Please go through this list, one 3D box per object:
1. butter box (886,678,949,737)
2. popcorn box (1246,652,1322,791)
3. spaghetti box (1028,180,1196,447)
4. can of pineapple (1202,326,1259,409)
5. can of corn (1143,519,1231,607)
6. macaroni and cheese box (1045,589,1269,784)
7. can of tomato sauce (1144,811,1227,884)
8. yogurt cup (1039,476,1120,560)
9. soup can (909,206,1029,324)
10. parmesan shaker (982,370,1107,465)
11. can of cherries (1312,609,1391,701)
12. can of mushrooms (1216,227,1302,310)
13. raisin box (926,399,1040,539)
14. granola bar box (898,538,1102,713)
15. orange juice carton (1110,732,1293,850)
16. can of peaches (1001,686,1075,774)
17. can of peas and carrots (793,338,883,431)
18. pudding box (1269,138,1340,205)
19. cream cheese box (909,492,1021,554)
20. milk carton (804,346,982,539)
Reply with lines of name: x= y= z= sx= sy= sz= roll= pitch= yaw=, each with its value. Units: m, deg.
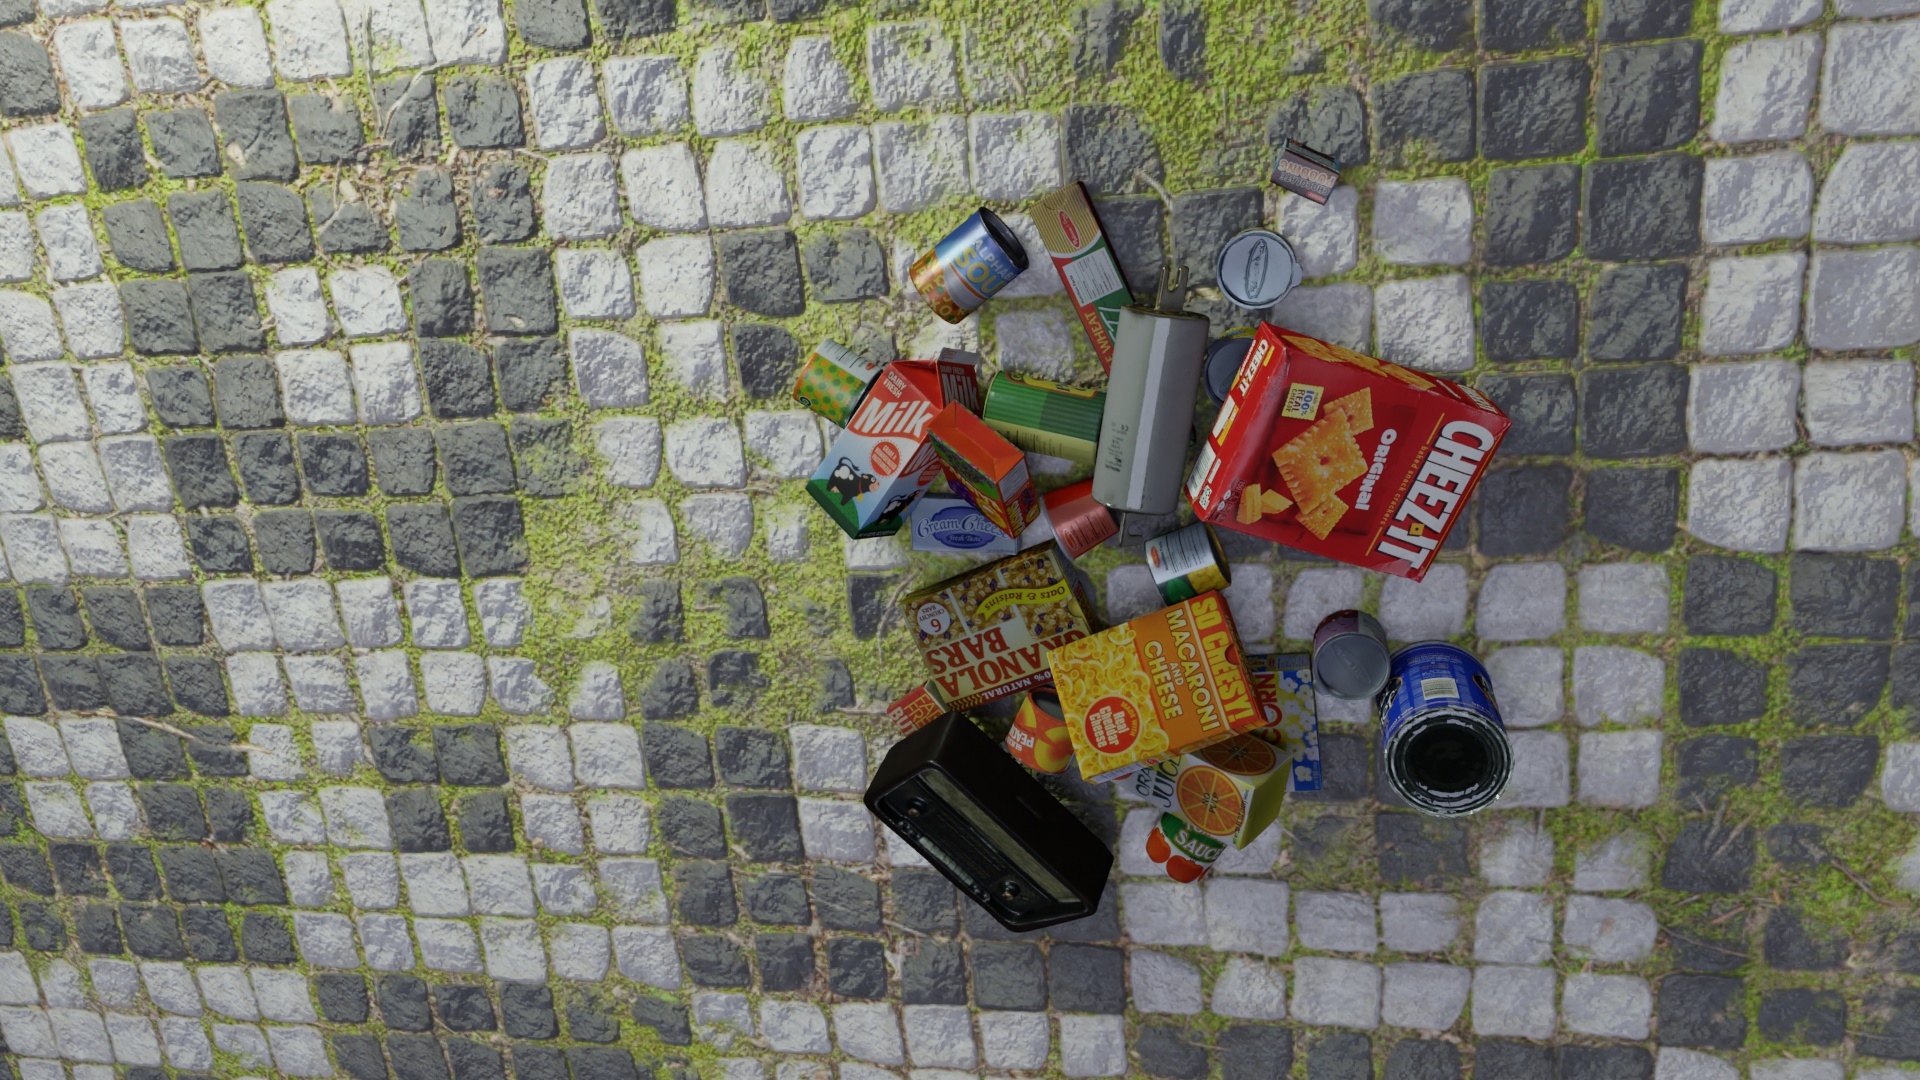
butter box: x=-0.021 y=0.191 z=1.379 sx=0.053 sy=0.024 sz=0.103 roll=-37 pitch=97 yaw=21
popcorn box: x=0.288 y=0.171 z=1.291 sx=0.085 sy=0.038 sz=0.126 roll=-4 pitch=107 yaw=16
spaghetti box: x=0.135 y=-0.189 z=1.212 sx=0.050 sy=0.029 sz=0.249 roll=-23 pitch=102 yaw=19
can of pineapple: x=0.241 y=-0.148 z=1.185 sx=0.071 sy=0.058 sz=0.070 roll=4 pitch=109 yaw=12
can of corn: x=0.205 y=0.021 z=1.248 sx=0.058 sy=0.071 sz=0.071 roll=-22 pitch=102 yaw=19
macaroni and cheese box: x=0.172 y=0.131 z=1.231 sx=0.166 sy=0.040 sz=0.124 roll=-22 pitch=67 yaw=16
can of tomato sauce: x=0.224 y=0.277 z=1.324 sx=0.071 sy=0.071 sz=0.082 roll=31 pitch=113 yaw=2
yogurt cup: x=0.110 y=-0.022 z=1.256 sx=0.054 sy=0.072 sz=0.072 roll=-25 pitch=101 yaw=12
soup can: x=0.008 y=-0.236 z=1.204 sx=0.083 sy=0.071 sz=0.071 roll=-37 pitch=97 yaw=22
parmesan shaker: x=0.078 y=-0.108 z=1.231 sx=0.103 sy=0.071 sz=0.071 roll=13 pitch=111 yaw=13
can of cherries: x=0.347 y=0.103 z=1.244 sx=0.071 sy=0.058 sz=0.071 roll=4 pitch=110 yaw=11
can of mushrooms: x=0.252 y=-0.229 z=1.169 sx=0.071 sy=0.033 sz=0.070 roll=4 pitch=108 yaw=12
raisin box: x=0.022 y=-0.061 z=1.221 sx=0.086 sy=0.123 sz=0.040 roll=39 pitch=78 yaw=23
granola bar box: x=0.041 y=0.083 z=1.320 sx=0.165 sy=0.039 sz=0.124 roll=-21 pitch=102 yaw=19
orange juice carton: x=0.199 y=0.198 z=1.280 sx=0.193 sy=0.073 sz=0.071 roll=25 pitch=122 yaw=32
can of peaches: x=0.082 y=0.180 z=1.327 sx=0.071 sy=0.071 sz=0.057 roll=25 pitch=112 yaw=4
can of peas and carrots: x=-0.113 y=-0.140 z=1.267 sx=0.059 sy=0.071 sz=0.070 roll=31 pitch=112 yaw=2
pudding box: x=0.277 y=-0.296 z=1.114 sx=0.050 sy=0.084 sz=0.030 roll=25 pitch=115 yaw=4
cream cheese box: x=0.005 y=-0.016 z=1.303 sx=0.104 sy=0.024 sz=0.053 roll=2 pitch=107 yaw=13
milk carton: x=-0.050 y=-0.096 z=1.252 sx=0.073 sy=0.072 sz=0.190 roll=45 pitch=112 yaw=20
